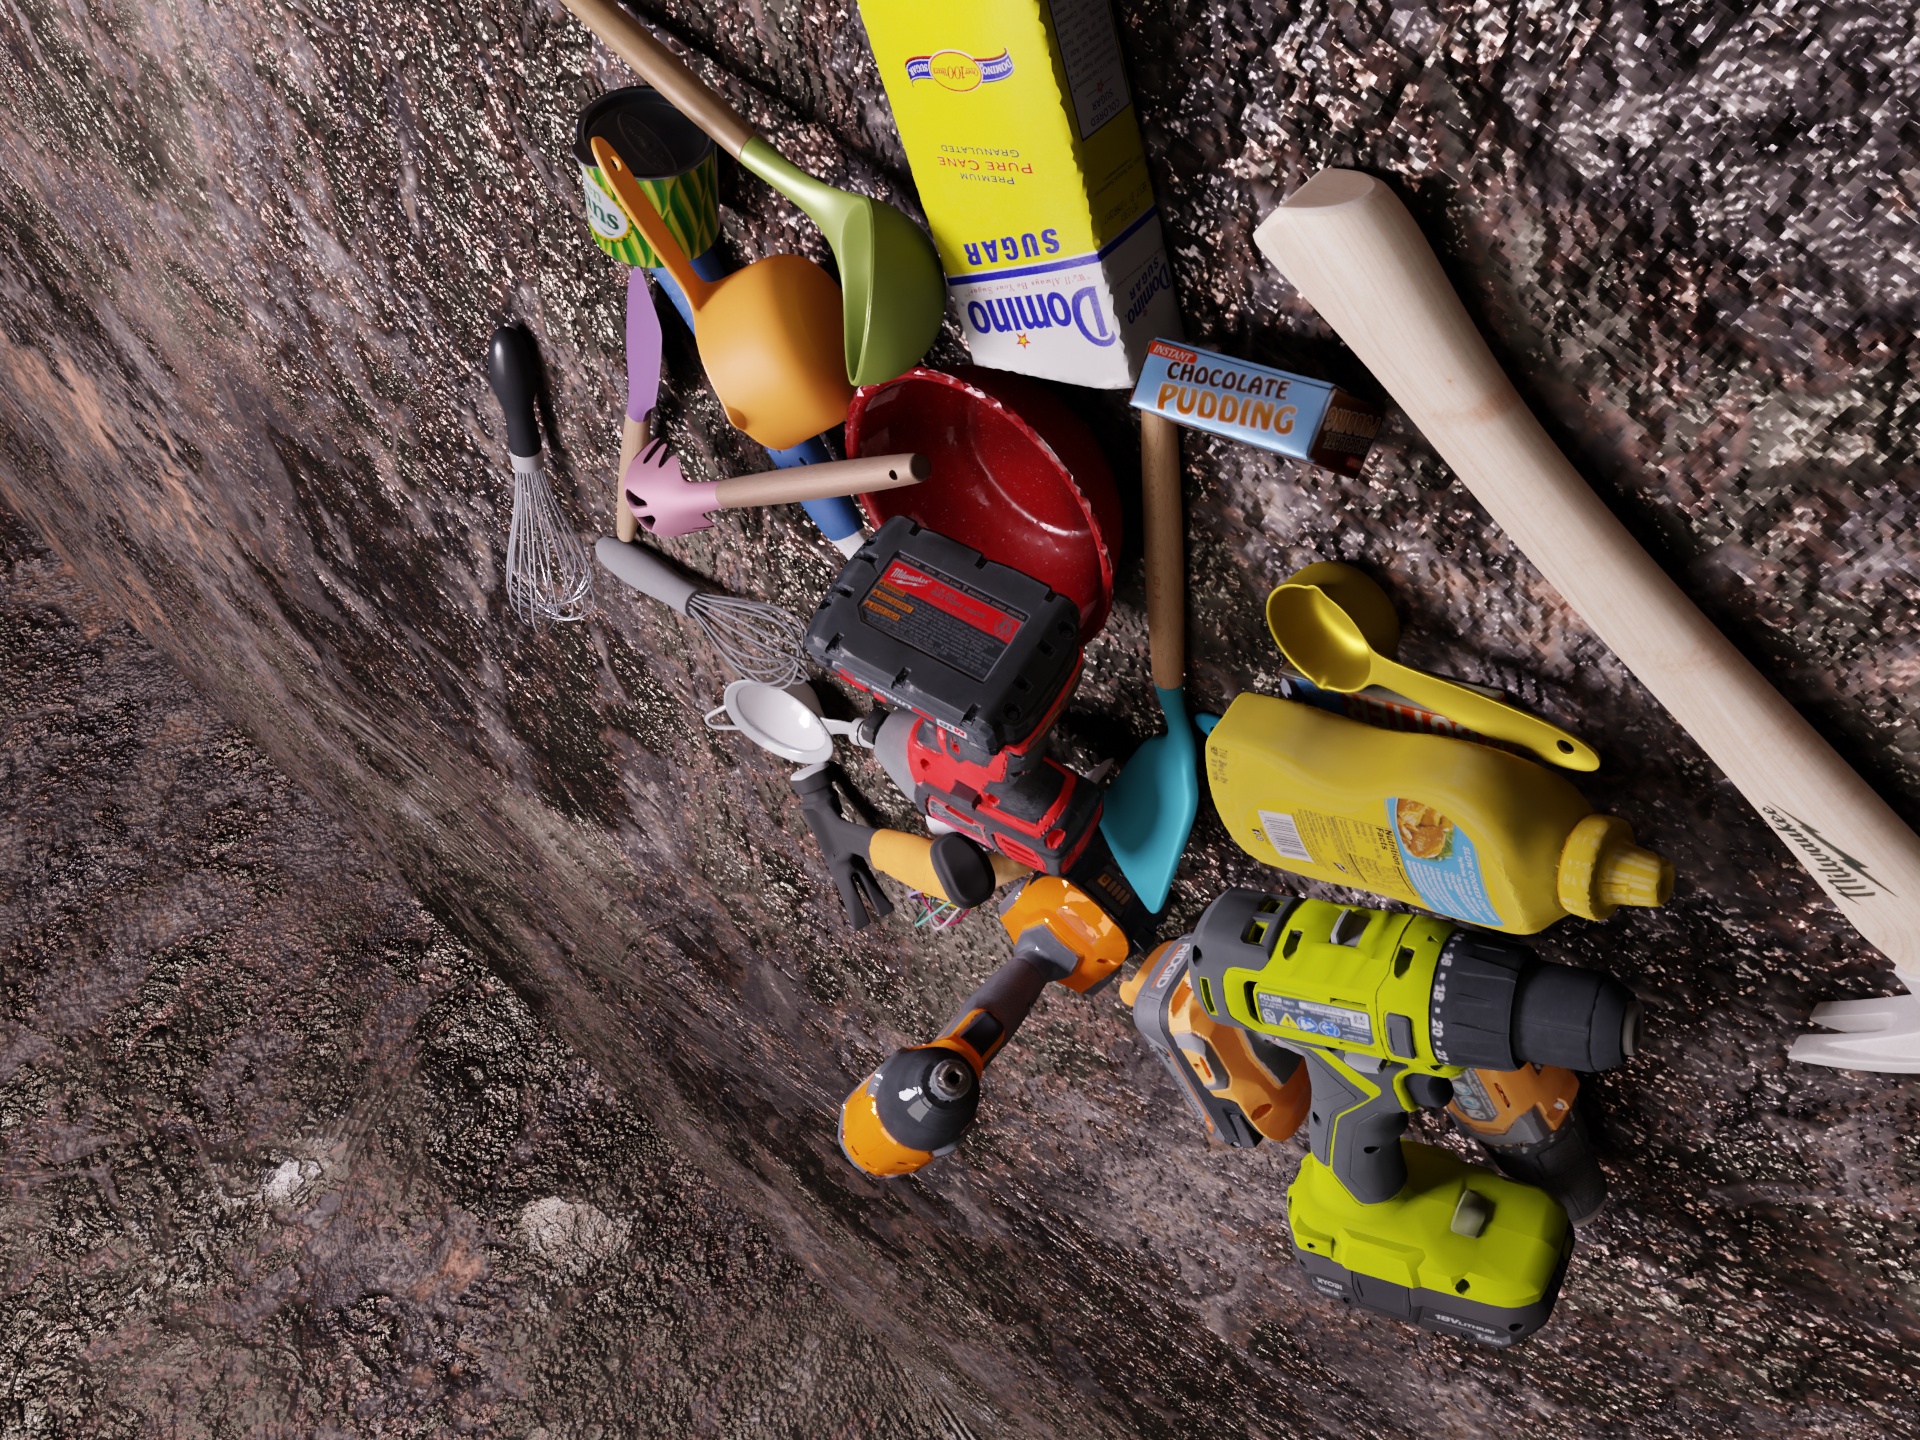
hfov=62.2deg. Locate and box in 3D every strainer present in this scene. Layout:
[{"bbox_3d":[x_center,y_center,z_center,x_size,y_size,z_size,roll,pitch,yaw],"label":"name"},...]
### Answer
[{"bbox_3d":[-0.070,0.006,1.067,0.259,0.050,0.086,12,145,38],"label":"strainer"}]

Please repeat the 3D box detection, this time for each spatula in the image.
[{"bbox_3d":[0.092,-0.034,0.781,0.317,0.044,0.082,81,167,-45],"label":"spatula"},{"bbox_3d":[-0.203,-0.182,0.993,0.315,0.018,0.060,126,126,-67],"label":"spatula"}]

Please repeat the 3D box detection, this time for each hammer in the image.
[{"bbox_3d":[0.249,-0.029,0.582,0.410,0.038,0.146,48,154,-3],"label":"hammer"},{"bbox_3d":[-0.042,0.093,1.036,0.127,0.034,0.337,67,164,-7],"label":"hammer"},{"bbox_3d":[-0.054,-0.098,0.892,0.144,0.035,0.405,-9,119,46],"label":"hammer"}]

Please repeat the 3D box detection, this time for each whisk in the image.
[{"bbox_3d":[-0.309,-0.168,1.150,0.070,0.070,0.284,34,146,20],"label":"whisk"},{"bbox_3d":[0.005,0.106,1.062,0.047,0.051,0.245,54,161,2],"label":"whisk"},{"bbox_3d":[-0.180,-0.082,1.098,0.239,0.055,0.055,30,149,36],"label":"whisk"}]

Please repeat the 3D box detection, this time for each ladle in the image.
[{"bbox_3d":[-0.121,-0.269,0.719,0.320,0.062,0.078,45,150,16],"label":"ladle"}]

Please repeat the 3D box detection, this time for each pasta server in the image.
[{"bbox_3d":[-0.106,-0.127,0.847,0.316,0.040,0.060,5,129,54],"label":"pasta server"}]

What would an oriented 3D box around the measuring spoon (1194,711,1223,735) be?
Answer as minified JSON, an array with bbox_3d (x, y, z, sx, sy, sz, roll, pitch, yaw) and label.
[{"bbox_3d":[0.166,0.035,0.795,0.129,0.021,0.042,32,150,24],"label":"measuring spoon"}]

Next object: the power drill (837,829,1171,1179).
[{"bbox_3d":[0.026,0.171,0.951,0.084,0.226,0.164,43,153,5],"label":"power drill"}]

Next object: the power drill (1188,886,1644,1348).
[{"bbox_3d":[0.219,0.183,0.740,0.191,0.080,0.228,6,128,35],"label":"power drill"}]

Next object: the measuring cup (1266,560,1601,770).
[{"bbox_3d":[0.197,-0.022,0.656,0.157,0.029,0.062,30,151,36],"label":"measuring cup"}]

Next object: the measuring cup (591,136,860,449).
[{"bbox_3d":[-0.102,-0.209,0.749,0.052,0.095,0.173,-17,130,25],"label":"measuring cup"}]

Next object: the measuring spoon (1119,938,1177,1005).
[{"bbox_3d":[0.126,0.167,1.044,0.021,0.011,0.116,41,153,8],"label":"measuring spoon"}]

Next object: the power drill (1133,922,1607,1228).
[{"bbox_3d":[0.226,0.193,0.865,0.226,0.084,0.185,-9,122,49],"label":"power drill"}]

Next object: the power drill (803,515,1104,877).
[{"bbox_3d":[-0.001,-0.003,0.808,0.143,0.078,0.219,28,161,19],"label":"power drill"}]
